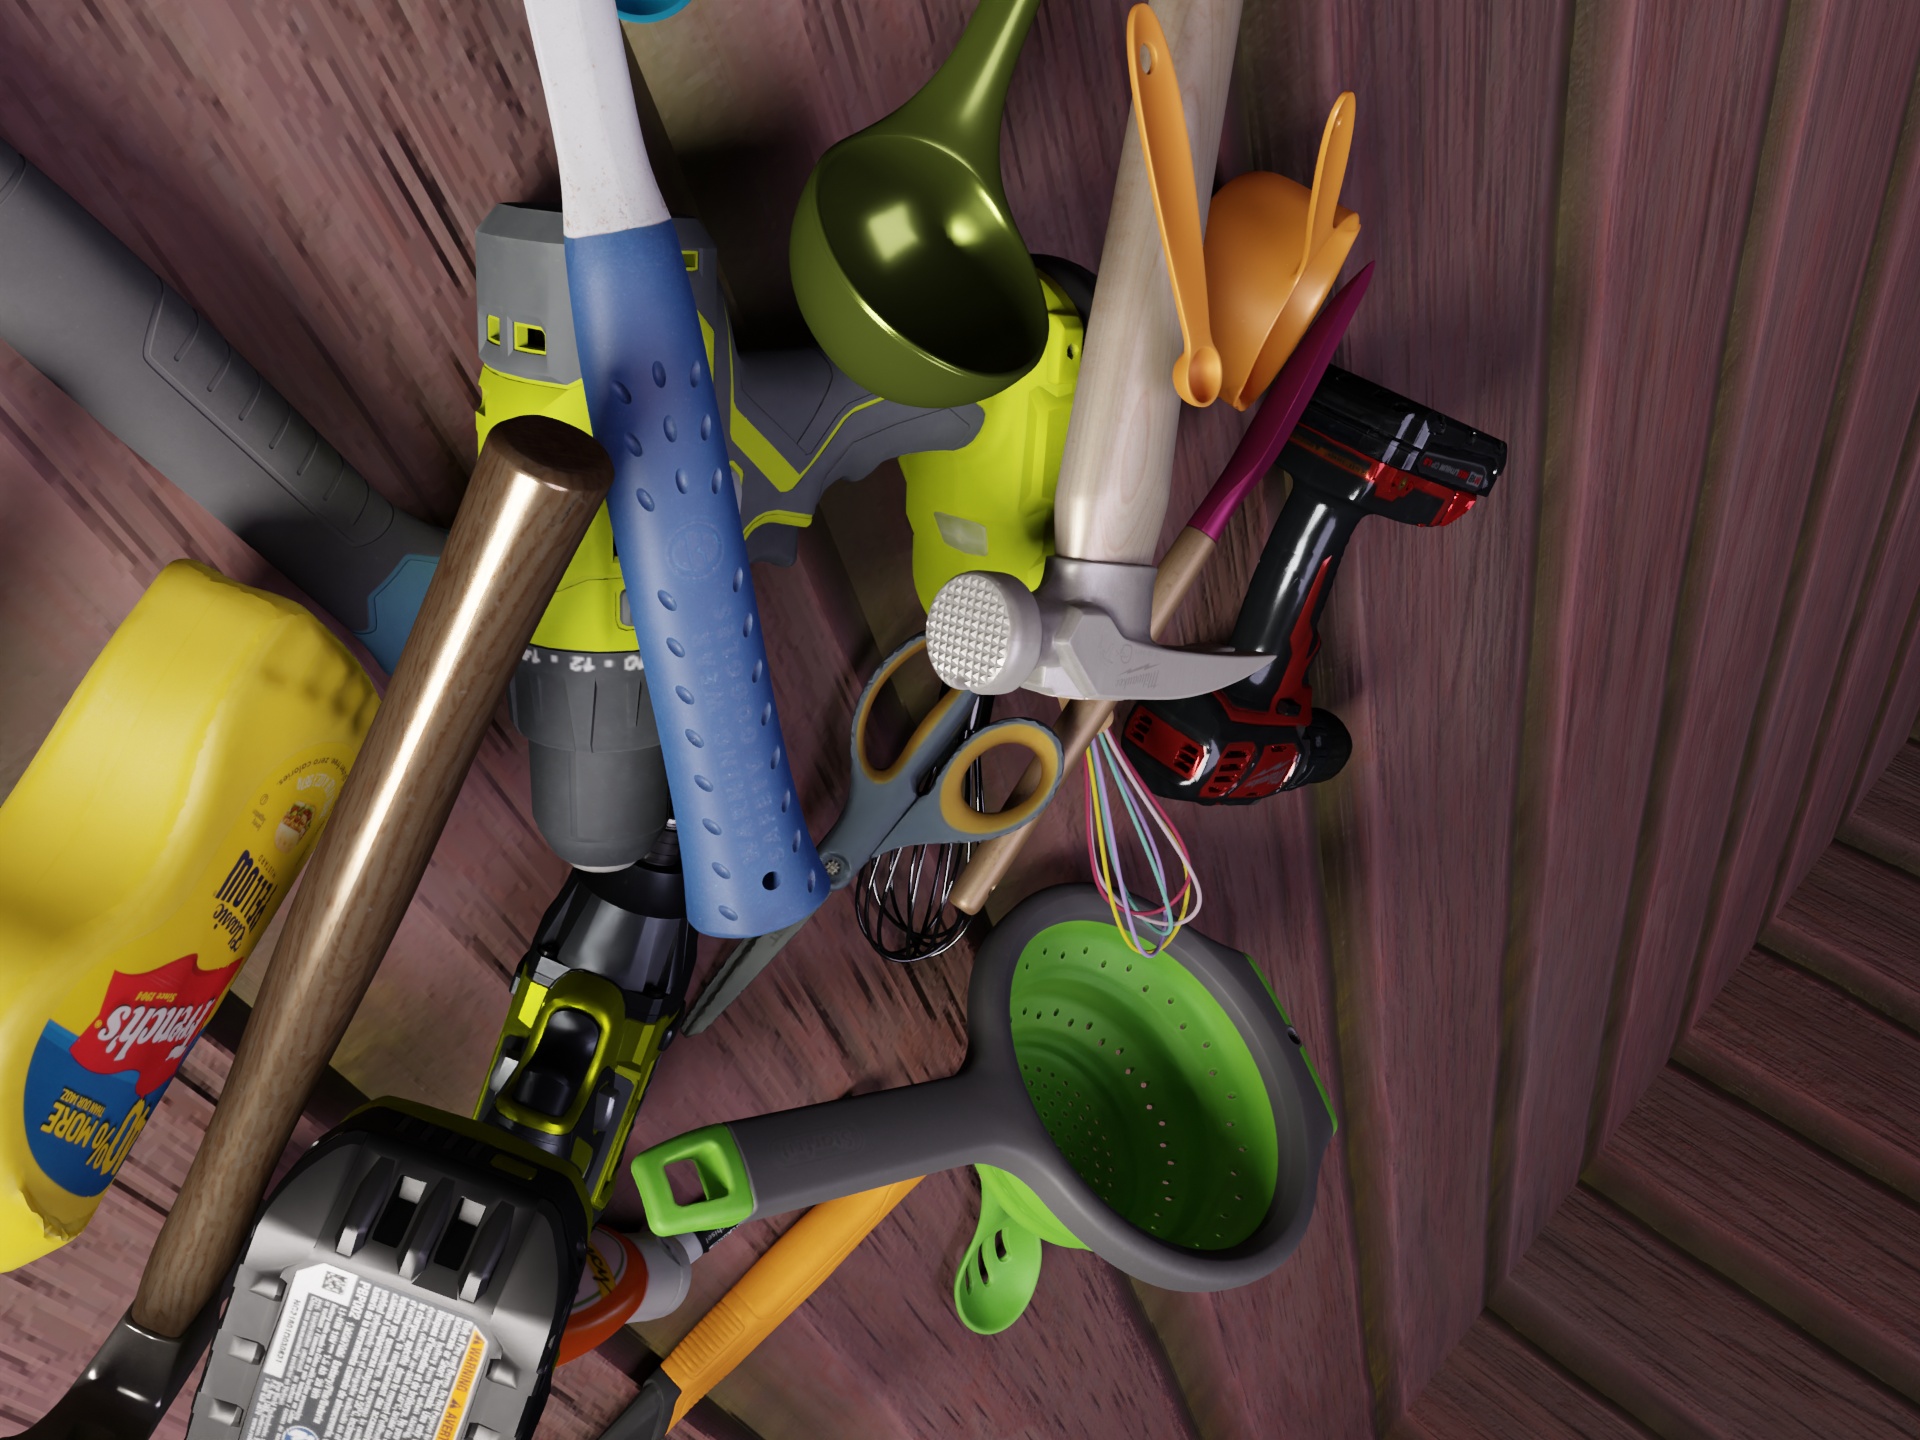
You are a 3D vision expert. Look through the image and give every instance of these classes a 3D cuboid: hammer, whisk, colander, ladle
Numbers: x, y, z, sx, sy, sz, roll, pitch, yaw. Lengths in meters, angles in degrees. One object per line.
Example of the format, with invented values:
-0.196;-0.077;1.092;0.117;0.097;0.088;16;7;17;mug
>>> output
0.077;-0.210;0.503;0.146;0.038;0.410;0;101;-45;hammer
0.067;0.015;0.729;0.047;0.051;0.244;-24;124;-4;whisk
-0.207;-0.109;0.331;0.128;0.033;0.330;-50;145;-11;hammer
0.010;0.188;0.720;0.397;0.205;0.094;1;145;-44;colander
-0.088;-0.125;0.371;0.144;0.035;0.405;-22;119;-27;hammer
-0.125;0.314;0.763;0.337;0.034;0.127;-42;142;-22;hammer
-0.167;0.072;0.404;0.331;0.031;0.130;-59;-169;22;hammer
-0.002;-0.003;0.661;0.055;0.055;0.239;-10;119;-47;whisk
0.037;-0.235;0.425;0.078;0.062;0.320;22;90;-31;ladle

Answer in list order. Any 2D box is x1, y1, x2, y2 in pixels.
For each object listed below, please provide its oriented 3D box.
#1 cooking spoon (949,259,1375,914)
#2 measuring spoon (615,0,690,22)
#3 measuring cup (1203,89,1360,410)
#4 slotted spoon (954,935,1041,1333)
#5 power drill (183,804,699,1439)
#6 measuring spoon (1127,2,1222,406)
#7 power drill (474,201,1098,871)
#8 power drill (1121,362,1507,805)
0.086;-0.056;0.663;0.319;0.017;0.068;-57;170;-3;cooking spoon
-0.118;-0.208;0.383;0.128;0.021;0.042;6;112;-43;measuring spoon
0.112;-0.187;0.600;0.095;0.052;0.173;-54;167;-12;measuring cup
0.020;0.235;0.887;0.070;0.031;0.313;-30;135;-34;slotted spoon
-0.136;0.130;0.484;0.223;0.080;0.171;-79;-169;-72;power drill
0.061;-0.150;0.471;0.021;0.011;0.116;-34;120;-39;measuring spoon
-0.046;-0.063;0.510;0.228;0.080;0.190;-16;118;-42;power drill
0.187;-0.057;0.821;0.187;0.080;0.226;2;117;-51;power drill
